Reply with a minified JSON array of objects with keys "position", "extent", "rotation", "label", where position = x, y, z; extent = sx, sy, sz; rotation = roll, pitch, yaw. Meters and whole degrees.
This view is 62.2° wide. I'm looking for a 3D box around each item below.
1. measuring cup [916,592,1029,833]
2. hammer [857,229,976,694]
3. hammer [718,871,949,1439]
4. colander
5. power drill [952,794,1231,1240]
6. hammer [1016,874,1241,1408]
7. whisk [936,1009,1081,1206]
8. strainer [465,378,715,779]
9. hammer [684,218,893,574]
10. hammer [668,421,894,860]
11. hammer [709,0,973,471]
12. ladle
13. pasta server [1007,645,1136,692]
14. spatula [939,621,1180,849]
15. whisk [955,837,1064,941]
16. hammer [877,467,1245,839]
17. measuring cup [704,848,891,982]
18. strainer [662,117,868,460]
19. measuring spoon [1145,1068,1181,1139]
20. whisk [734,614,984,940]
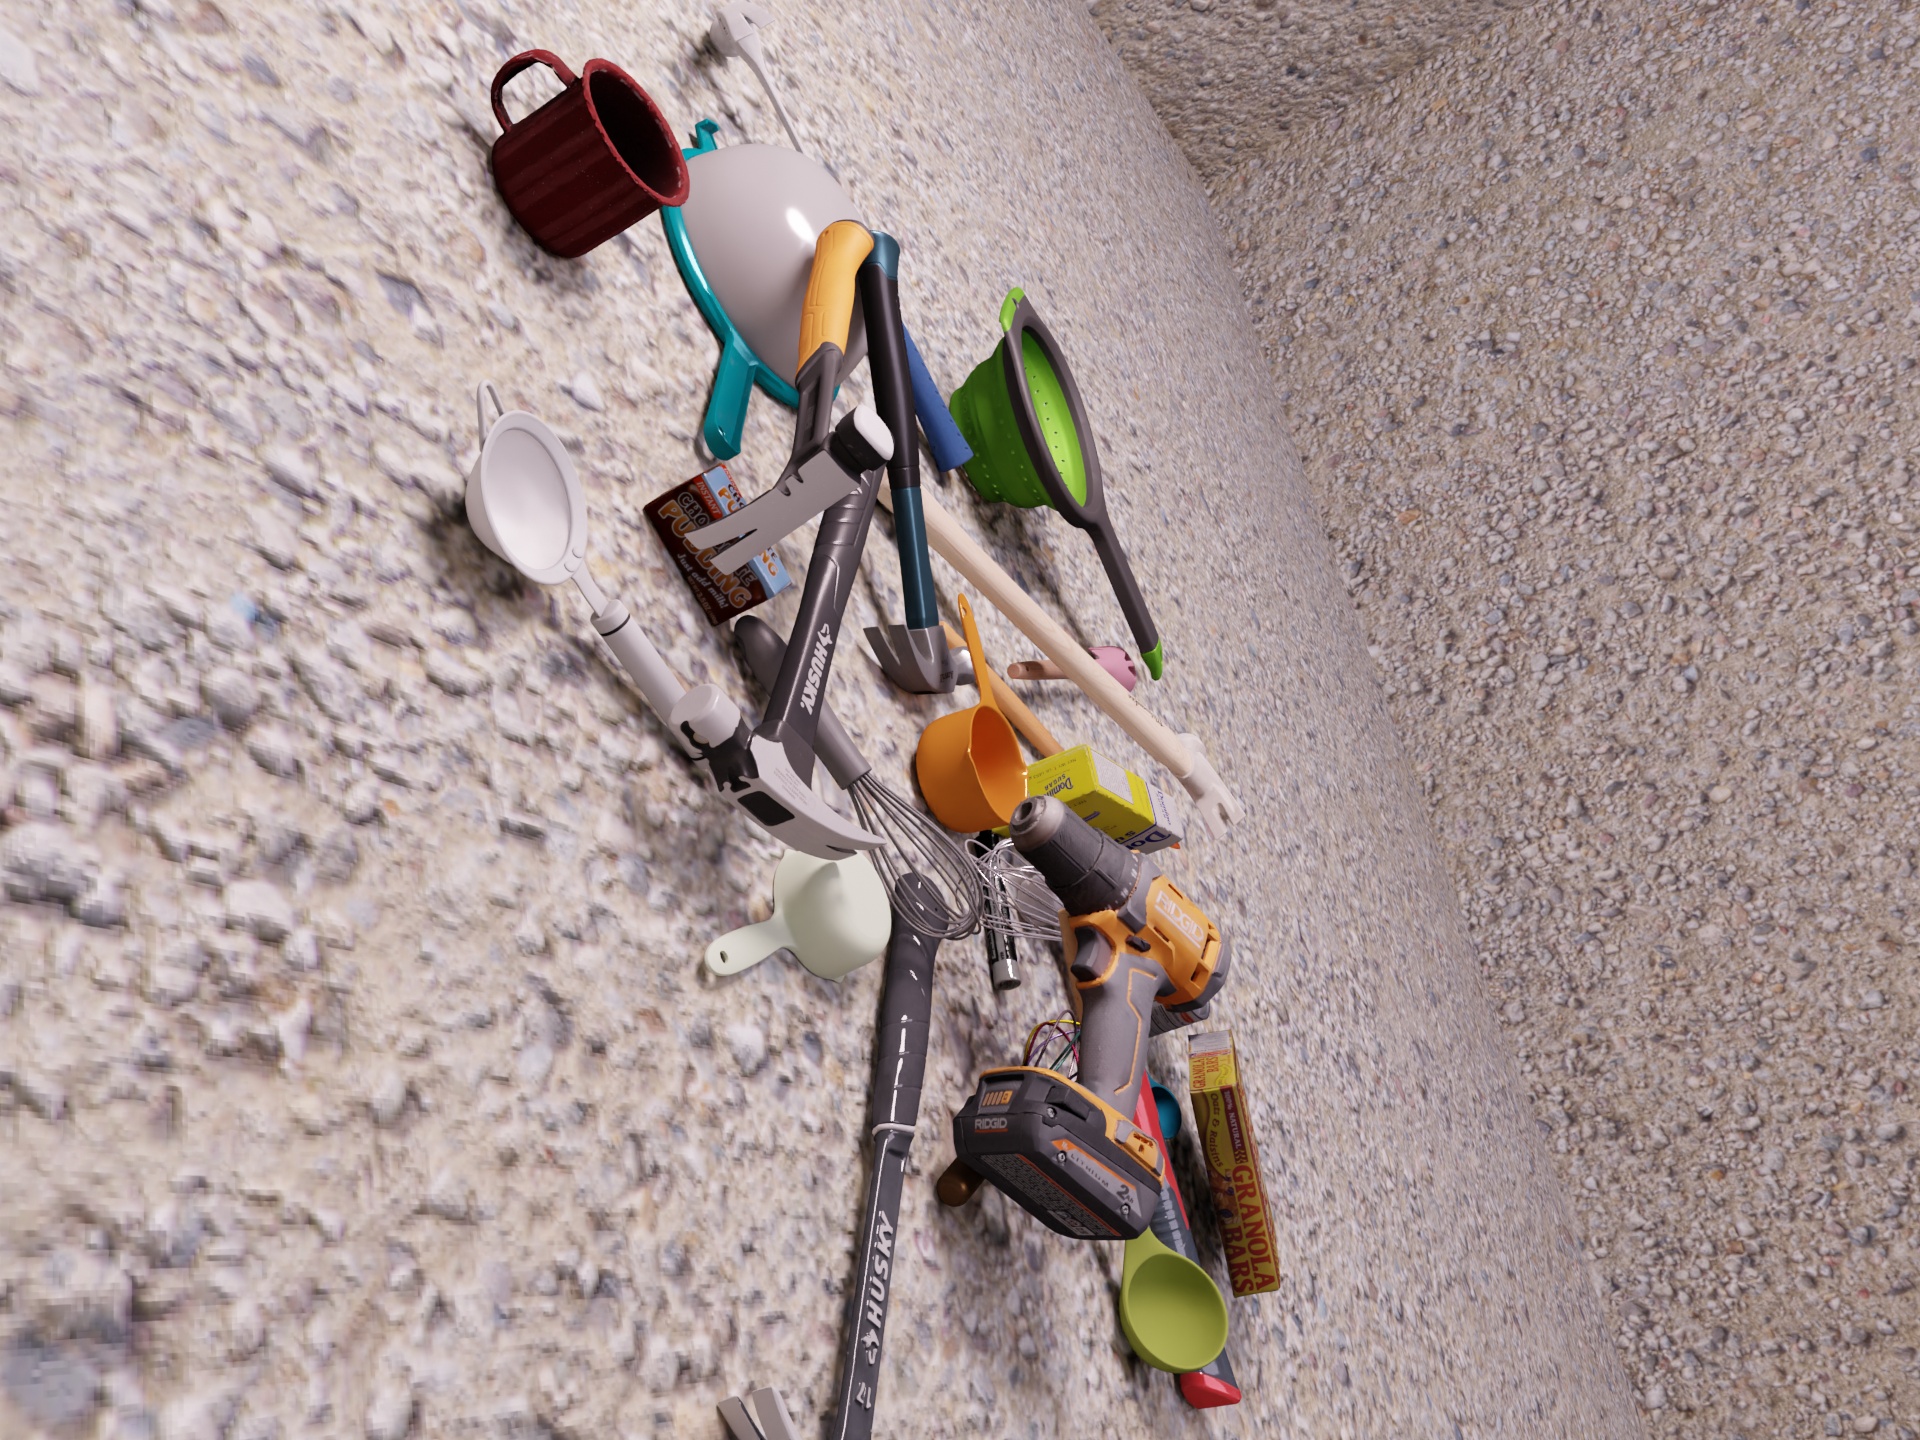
[{"position":[-0.002,-0.004,1.134],"extent":[0.095,0.052,0.174],"rotation":[19,57,-61],"label":"measuring cup"},{"position":[-0.041,-0.181,1.143],"extent":[0.128,0.033,0.331],"rotation":[-21,105,-64],"label":"hammer"},{"position":[-0.042,0.235,0.857],"extent":[0.149,0.036,0.409],"rotation":[51,26,-30],"label":"hammer"},{"position":[0.084,-0.197,1.488],"extent":[0.205,0.094,0.396],"rotation":[-72,141,-58],"label":"colander"},{"position":[0.072,0.171,0.962],"extent":[0.185,0.084,0.226],"rotation":[44,50,-26],"label":"power drill"},{"position":[0.142,0.298,1.171],"extent":[0.143,0.038,0.386],"rotation":[6,64,-51],"label":"hammer"},{"position":[0.038,0.246,1.025],"extent":[0.047,0.051,0.245],"rotation":[47,26,7],"label":"whisk"},{"position":[-0.186,-0.058,0.814],"extent":[0.258,0.050,0.087],"rotation":[59,29,-32],"label":"strainer"},{"position":[-0.090,-0.219,0.971],"extent":[0.034,0.127,0.337],"rotation":[44,28,-30],"label":"hammer"},{"position":[-0.077,-0.068,0.939],"extent":[0.146,0.035,0.335],"rotation":[50,33,-34],"label":"hammer"},{"position":[-0.092,-0.389,1.305],"extent":[0.405,0.035,0.144],"rotation":[62,-4,-20],"label":"hammer"},{"position":[0.113,0.276,1.045],"extent":[0.078,0.062,0.320],"rotation":[-20,101,-39],"label":"ladle"},{"position":[0.101,-0.043,1.434],"extent":[0.316,0.040,0.060],"rotation":[-6,74,-66],"label":"pasta server"},{"position":[0.079,0.014,1.328],"extent":[0.322,0.041,0.081],"rotation":[46,6,-37],"label":"spatula"},{"position":[0.089,0.146,1.120],"extent":[0.284,0.070,0.070],"rotation":[34,38,-46],"label":"whisk"},{"position":[0.082,-0.057,1.290],"extent":[0.410,0.038,0.146],"rotation":[42,12,-23],"label":"hammer"},{"position":[-0.086,0.110,0.871],"extent":[0.083,0.038,0.167],"rotation":[68,20,3],"label":"measuring cup"},{"position":[-0.119,-0.299,1.121],"extent":[0.210,0.095,0.341],"rotation":[50,26,-34],"label":"strainer"},{"position":[0.126,0.266,1.227],"extent":[0.042,0.021,0.128],"rotation":[-25,82,-48],"label":"measuring spoon"},{"position":[-0.063,0.034,0.957],"extent":[0.239,0.055,0.055],"rotation":[54,22,3],"label":"whisk"}]
